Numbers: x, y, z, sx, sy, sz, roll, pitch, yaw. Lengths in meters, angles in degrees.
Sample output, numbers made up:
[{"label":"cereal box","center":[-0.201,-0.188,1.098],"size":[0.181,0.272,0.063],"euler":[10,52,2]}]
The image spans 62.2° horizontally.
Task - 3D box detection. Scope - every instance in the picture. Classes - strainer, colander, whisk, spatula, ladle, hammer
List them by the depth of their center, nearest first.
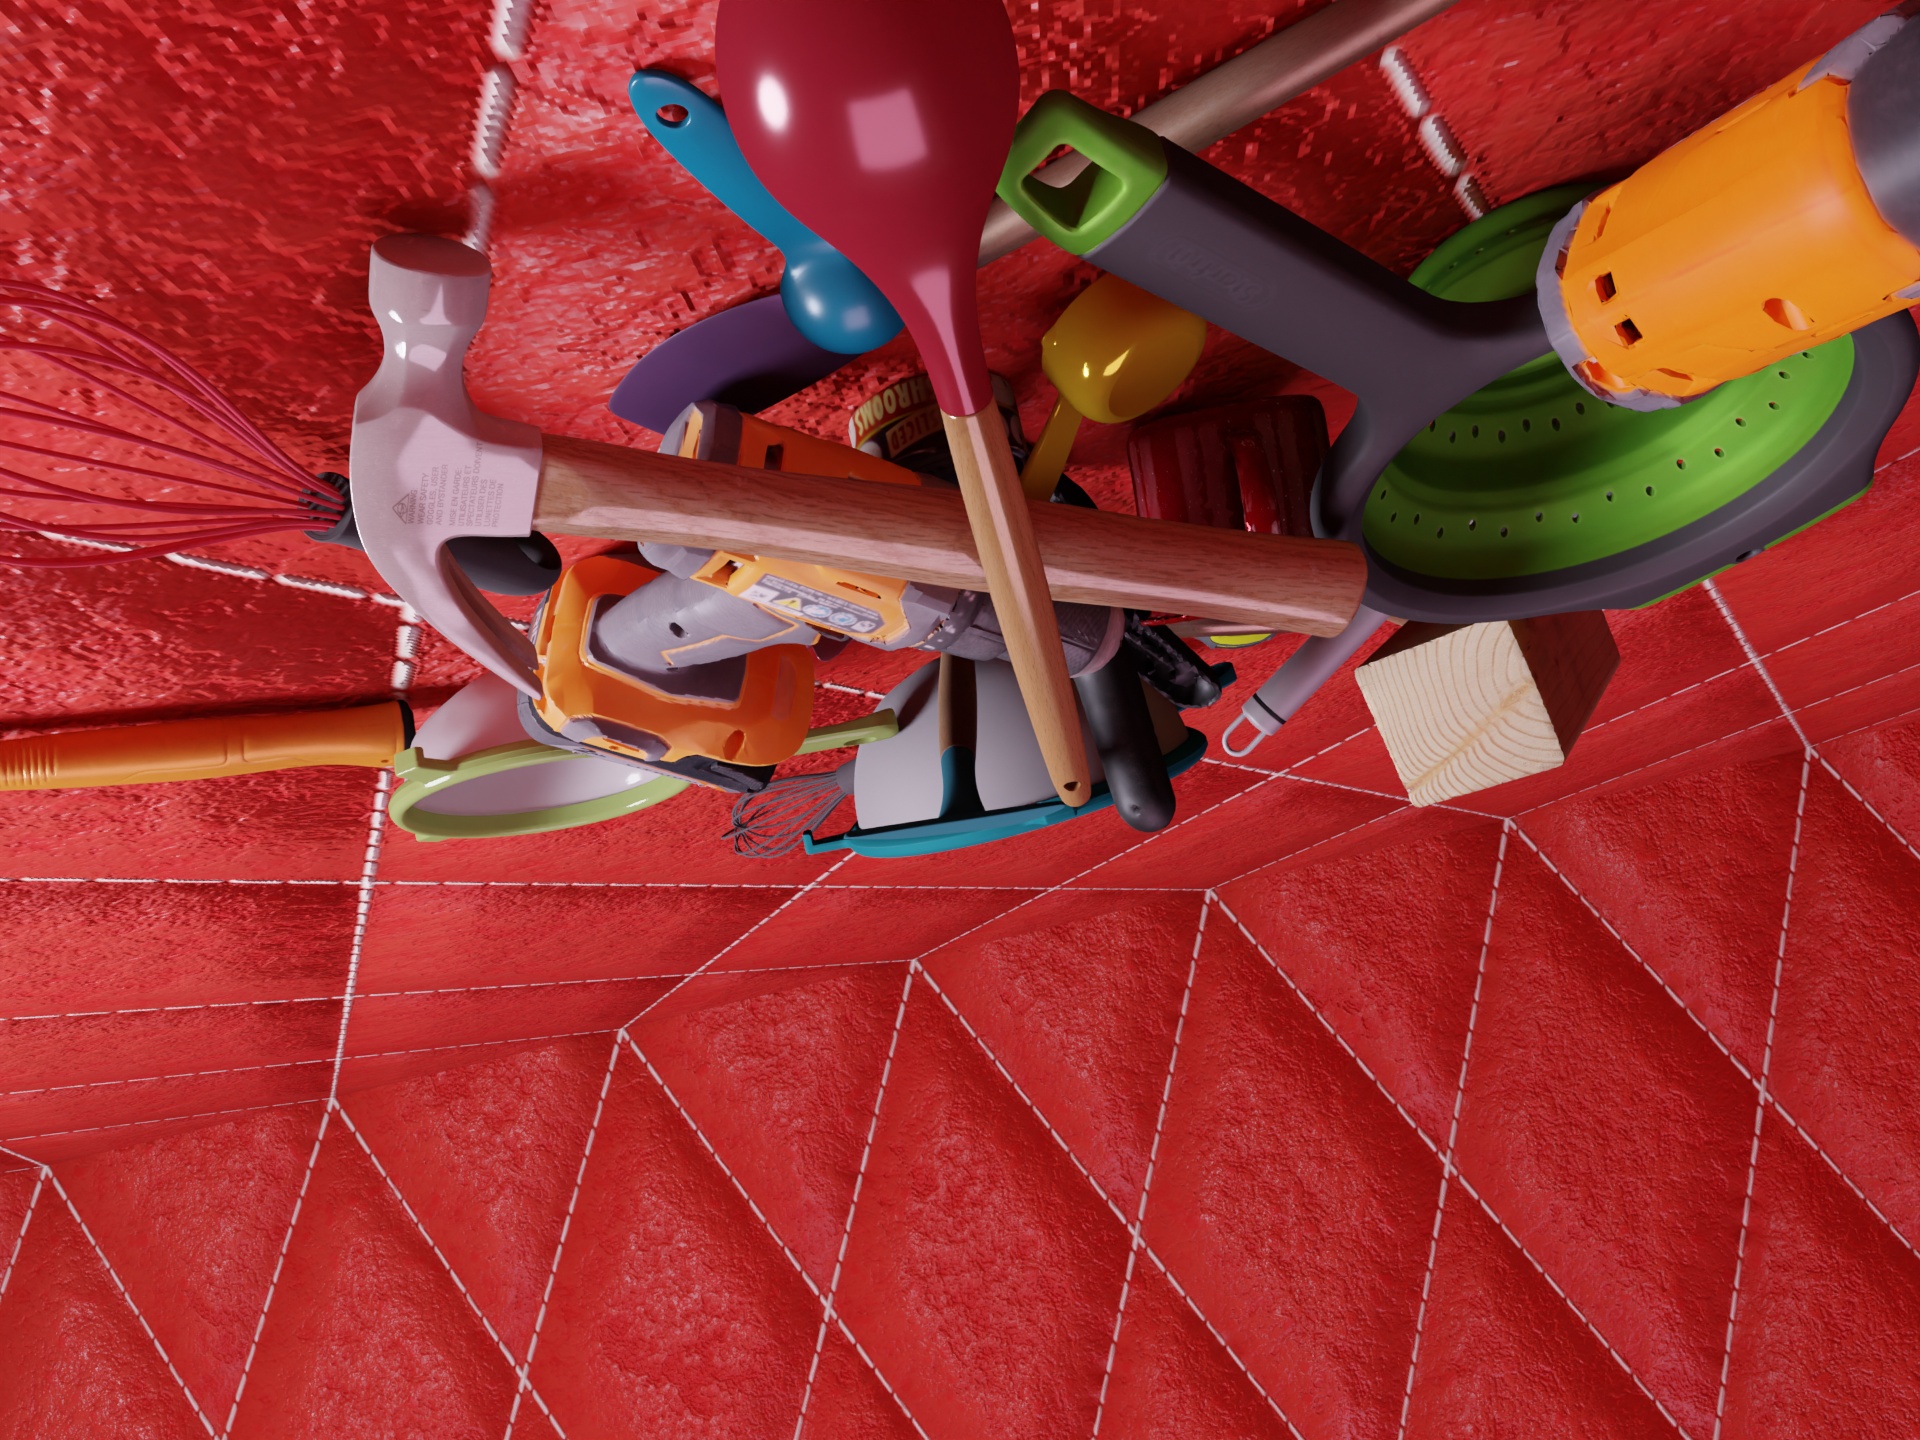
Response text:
[{"label":"ladle","center":[0.006,-0.072,0.452],"size":[0.069,0.031,0.315],"euler":[-13,138,6]},{"label":"spatula","center":[0.014,-0.151,0.477],"size":[0.316,0.018,0.059],"euler":[-20,160,30]},{"label":"whisk","center":[-0.215,-0.072,0.504],"size":[0.073,0.073,0.295],"euler":[-18,171,18]},{"label":"hammer","center":[-0.019,-0.058,0.507],"size":[0.331,0.031,0.130],"euler":[6,122,-20]},{"label":"colander","center":[0.159,-0.139,0.529],"size":[0.396,0.095,0.204],"euler":[13,146,-39]},{"label":"strainer","center":[0.204,-0.079,0.688],"size":[0.258,0.087,0.050],"euler":[-47,178,13]},{"label":"hammer","center":[-0.418,0.016,0.710],"size":[0.336,0.034,0.127],"euler":[-6,165,-29]},{"label":"spatula","center":[-0.001,-0.002,0.728],"size":[0.082,0.044,0.318],"euler":[-9,-158,3]},{"label":"strainer","center":[-0.160,-0.001,0.808],"size":[0.256,0.069,0.151],"euler":[-10,166,-17]},{"label":"strainer","center":[0.065,-0.018,0.945],"size":[0.211,0.095,0.340],"euler":[-11,-171,42]},{"label":"whisk","center":[-0.080,0.041,1.110],"size":[0.239,0.055,0.055],"euler":[-27,161,32]}]

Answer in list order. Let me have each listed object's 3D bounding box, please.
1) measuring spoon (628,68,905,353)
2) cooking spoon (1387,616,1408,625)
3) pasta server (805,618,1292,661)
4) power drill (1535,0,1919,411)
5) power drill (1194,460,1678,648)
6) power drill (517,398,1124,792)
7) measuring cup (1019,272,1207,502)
[{"label":"measuring spoon","center":[-0.051,-0.134,0.442],"size":[0.042,0.021,0.128],"euler":[-15,159,22]},{"label":"cooking spoon","center":[0.293,-0.072,1.056],"size":[0.069,0.017,0.318],"euler":[-19,166,30]},{"label":"pasta server","center":[0.021,-0.039,0.765],"size":[0.316,0.040,0.060],"euler":[-1,-163,4]},{"label":"power drill","center":[0.277,-0.159,0.395],"size":[0.226,0.084,0.164],"euler":[-28,-177,-21]},{"label":"power drill","center":[0.228,-0.097,0.782],"size":[0.223,0.080,0.171],"euler":[-9,166,-3]},{"label":"power drill","center":[-0.062,-0.036,0.634],"size":[0.185,0.084,0.226],"euler":[17,156,-27]},{"label":"measuring cup","center":[0.044,-0.097,0.584],"size":[0.062,0.029,0.156],"euler":[-21,151,-35]}]
